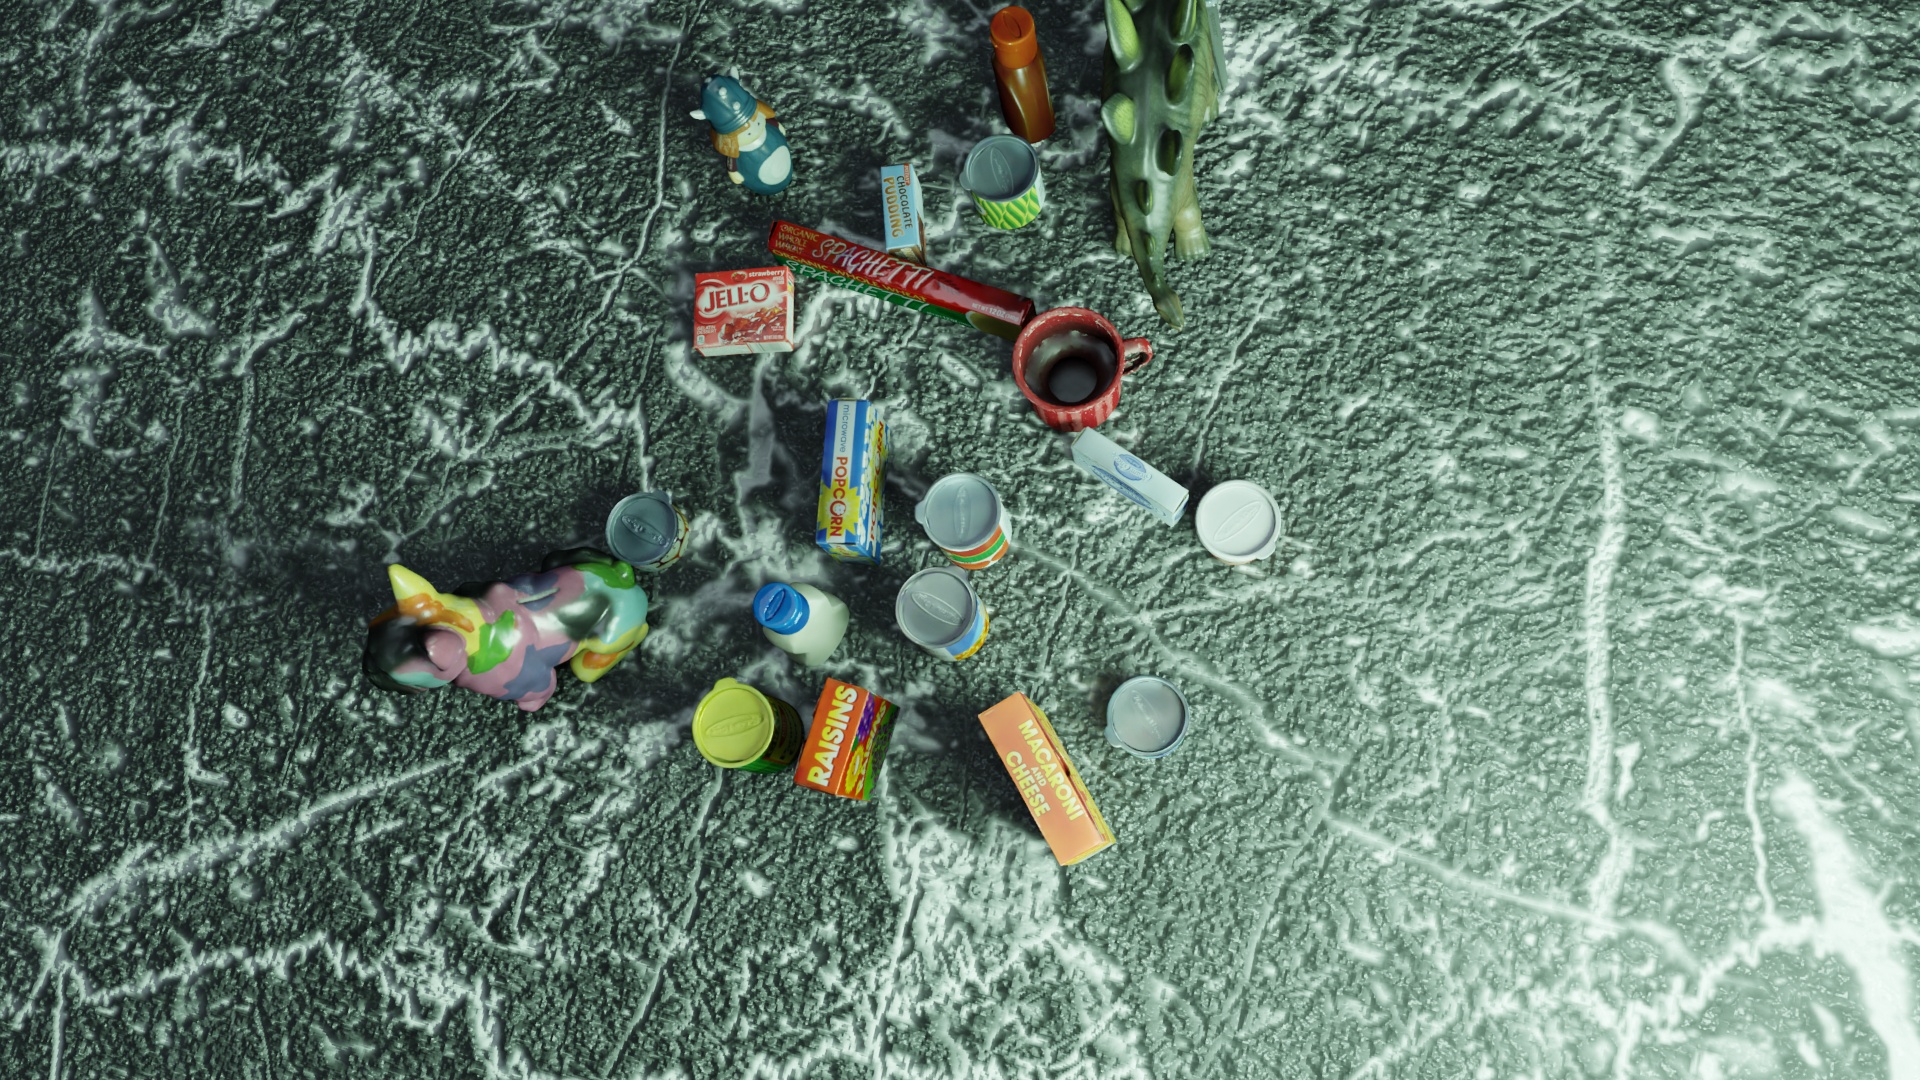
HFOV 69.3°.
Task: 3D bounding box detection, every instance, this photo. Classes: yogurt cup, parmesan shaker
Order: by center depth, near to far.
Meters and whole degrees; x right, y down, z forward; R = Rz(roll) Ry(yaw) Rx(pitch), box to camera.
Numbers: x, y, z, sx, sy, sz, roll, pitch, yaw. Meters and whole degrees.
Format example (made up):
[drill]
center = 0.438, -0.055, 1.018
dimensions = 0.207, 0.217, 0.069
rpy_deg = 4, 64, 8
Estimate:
[parmesan shaker]
center = -0.171, 0.153, 1.135
dimensions = 0.071, 0.103, 0.071
rpy_deg = -2, 77, 8
[yogurt cup]
center = 0.226, -0.011, 1.140
dimensions = 0.072, 0.054, 0.072
rpy_deg = -2, 77, 8

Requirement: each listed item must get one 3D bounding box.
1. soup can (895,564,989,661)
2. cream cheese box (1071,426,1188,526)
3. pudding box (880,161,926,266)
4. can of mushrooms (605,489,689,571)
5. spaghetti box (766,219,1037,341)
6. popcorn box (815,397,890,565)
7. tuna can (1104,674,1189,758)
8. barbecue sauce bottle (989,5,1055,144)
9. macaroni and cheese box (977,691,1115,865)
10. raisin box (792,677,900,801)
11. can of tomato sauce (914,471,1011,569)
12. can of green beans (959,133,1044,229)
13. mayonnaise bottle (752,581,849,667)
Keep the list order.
[soup can]
center = -0.012, 0.060, 1.143
dimensions = 0.071, 0.083, 0.071
rpy_deg = -2, 77, 8
[cream cheese box]
center = 0.142, -0.053, 1.162
dimensions = 0.104, 0.053, 0.024
rpy_deg = 34, 85, 14
[pudding box]
center = -0.051, -0.290, 1.248
dimensions = 0.030, 0.049, 0.084
rpy_deg = -7, 76, 7
[can of mushrooms]
center = -0.274, -0.009, 1.224
dimensions = 0.071, 0.033, 0.071
rpy_deg = -2, 77, 8
[spaghetti box]
center = -0.053, -0.230, 1.234
dimensions = 0.250, 0.050, 0.029
rpy_deg = 19, 81, 12
[popcorn box]
center = -0.090, -0.049, 1.179
dimensions = 0.038, 0.085, 0.127
rpy_deg = 2, 78, 9
[tuna can]
center = 0.150, 0.145, 1.126
dimensions = 0.071, 0.032, 0.071
rpy_deg = -2, 77, 8
[barbecue sauce bottle]
center = 0.052, -0.407, 1.209
dimensions = 0.044, 0.148, 0.065
rpy_deg = -27, 75, 2
[macaroni and cheese box]
center = 0.069, 0.183, 1.060
dimensions = 0.040, 0.166, 0.124
rpy_deg = -30, 75, 1
[raisin box]
center = -0.089, 0.161, 1.110
dimensions = 0.040, 0.123, 0.086
rpy_deg = 16, 80, 12
[can of tomato sauce]
center = 0.004, -0.015, 1.158
dimensions = 0.071, 0.083, 0.071
rpy_deg = -2, 77, 8
[can of green beans]
center = 0.040, -0.319, 1.237
dimensions = 0.071, 0.057, 0.071
rpy_deg = -2, 77, 8
[mayonnaise bottle]
center = -0.130, 0.064, 1.126
dimensions = 0.041, 0.148, 0.065
rpy_deg = 28, 83, 13
